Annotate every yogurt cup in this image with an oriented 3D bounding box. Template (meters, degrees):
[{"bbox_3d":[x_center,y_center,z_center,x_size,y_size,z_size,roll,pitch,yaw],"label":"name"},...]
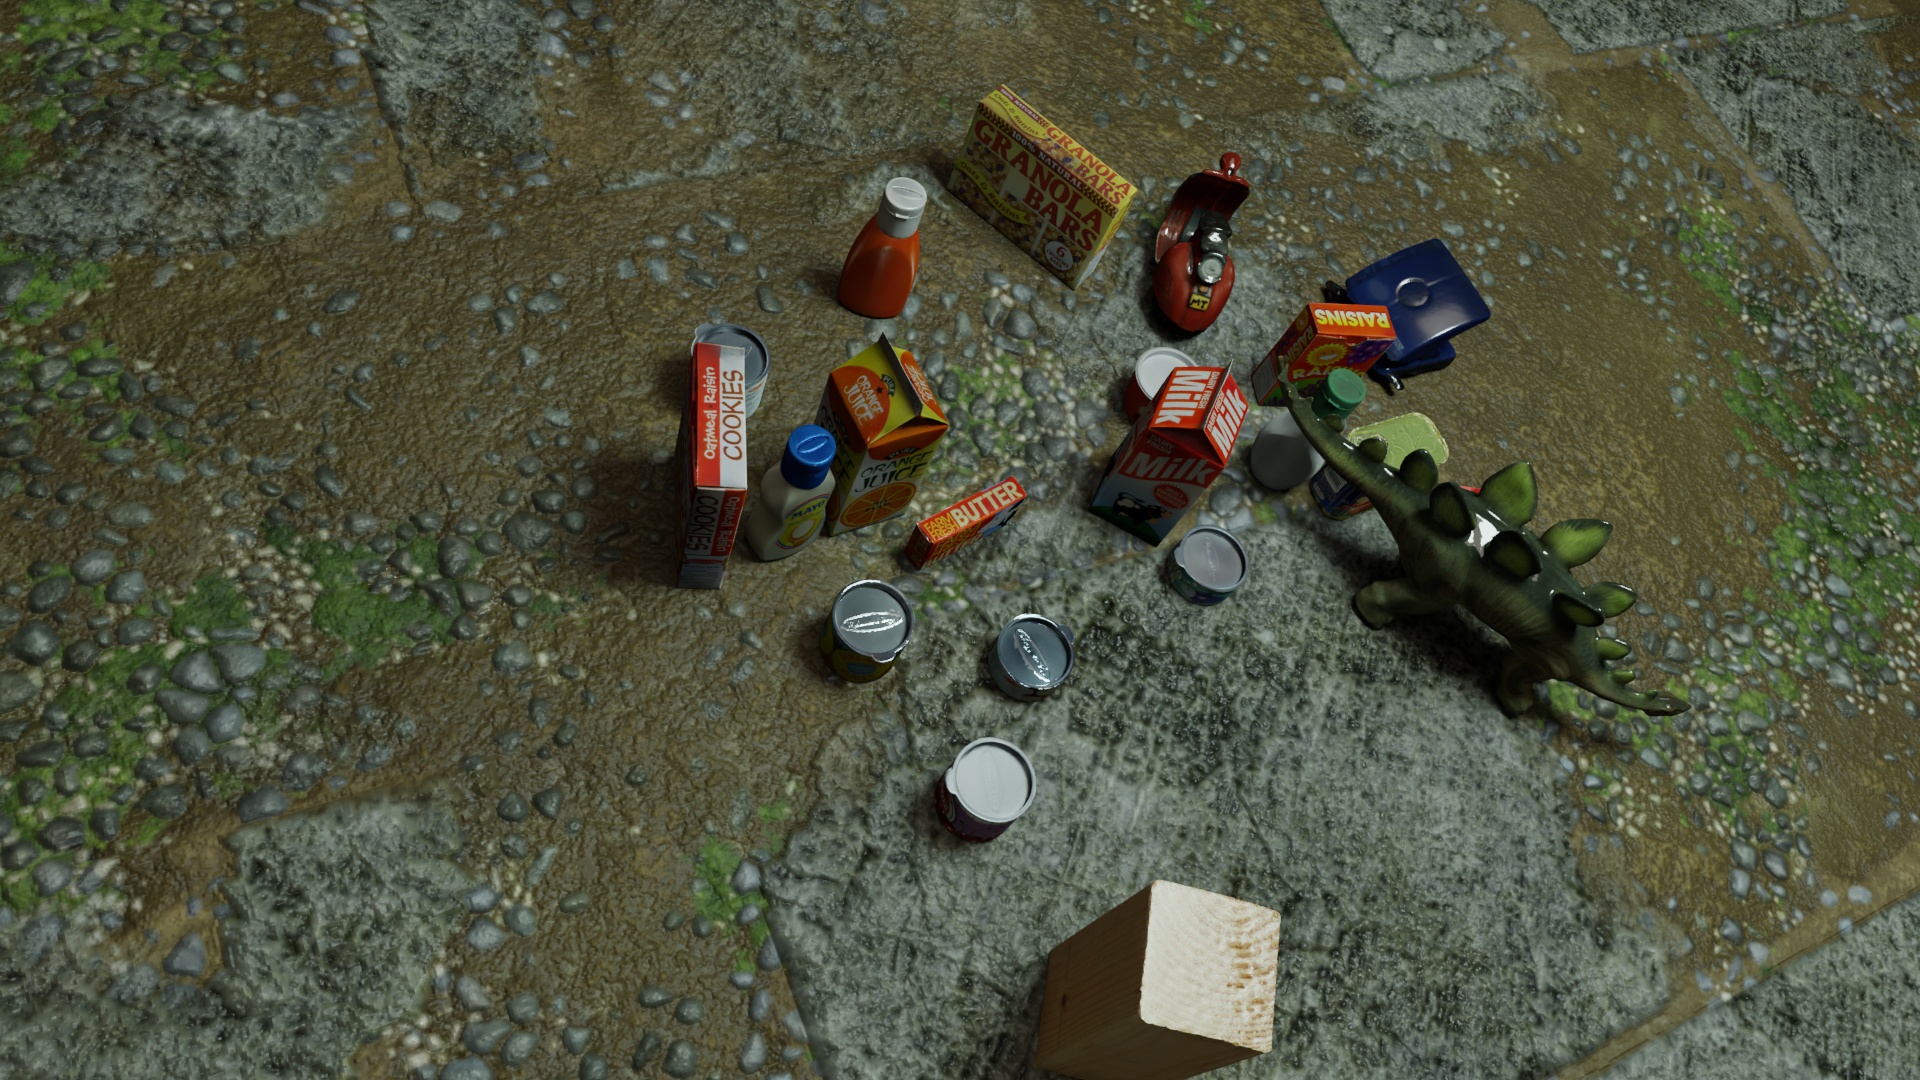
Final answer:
[{"bbox_3d":[0.186,-0.138,1.293,0.072,0.053,0.073,7,61,-13],"label":"yogurt cup"}]

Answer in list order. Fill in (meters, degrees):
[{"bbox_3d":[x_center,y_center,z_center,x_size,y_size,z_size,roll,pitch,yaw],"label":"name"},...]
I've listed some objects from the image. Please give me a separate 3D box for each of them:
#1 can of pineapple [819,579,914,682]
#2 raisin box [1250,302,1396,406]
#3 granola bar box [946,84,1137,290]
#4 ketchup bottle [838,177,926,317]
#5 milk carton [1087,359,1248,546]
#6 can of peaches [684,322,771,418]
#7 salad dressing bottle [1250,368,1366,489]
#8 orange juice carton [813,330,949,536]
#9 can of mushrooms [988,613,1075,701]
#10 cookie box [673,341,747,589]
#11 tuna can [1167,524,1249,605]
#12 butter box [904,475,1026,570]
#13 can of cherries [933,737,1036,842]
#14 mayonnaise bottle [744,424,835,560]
[{"bbox_3d":[-0.075,0.073,1.095,0.071,0.057,0.071,7,61,-13],"label":"can of pineapple"},{"bbox_3d":[0.343,-0.174,1.320,0.086,0.122,0.040,0,63,-17],"label":"raisin box"},{"bbox_3d":[0.076,-0.335,1.324,0.165,0.123,0.039,40,59,6],"label":"granola bar box"},{"bbox_3d":[-0.064,-0.256,1.224,0.065,0.148,0.044,11,60,-11],"label":"ketchup bottle"},{"bbox_3d":[0.182,-0.078,1.179,0.073,0.189,0.073,28,58,-2],"label":"milk carton"},{"bbox_3d":[-0.199,-0.142,1.173,0.071,0.057,0.071,7,61,-13],"label":"can of peaches"},{"bbox_3d":[0.314,-0.100,1.257,0.064,0.147,0.044,39,59,5],"label":"salad dressing bottle"},{"bbox_3d":[-0.068,-0.084,1.104,0.073,0.191,0.072,-17,69,-25],"label":"orange juice carton"},{"bbox_3d":[0.059,0.096,1.138,0.071,0.033,0.071,7,61,-13],"label":"can of mushrooms"},{"bbox_3d":[-0.194,-0.053,1.062,0.040,0.166,0.123,2,62,-16],"label":"cookie box"},{"bbox_3d":[0.216,0.022,1.228,0.071,0.032,0.071,7,61,-13],"label":"tuna can"},{"bbox_3d":[0.004,-0.015,1.170,0.104,0.053,0.024,-27,74,-28],"label":"butter box"},{"bbox_3d":[0.015,0.190,1.059,0.071,0.058,0.072,7,61,-13],"label":"can of cherries"},{"bbox_3d":[-0.129,-0.037,1.085,0.065,0.147,0.041,-27,73,-27],"label":"mayonnaise bottle"}]
